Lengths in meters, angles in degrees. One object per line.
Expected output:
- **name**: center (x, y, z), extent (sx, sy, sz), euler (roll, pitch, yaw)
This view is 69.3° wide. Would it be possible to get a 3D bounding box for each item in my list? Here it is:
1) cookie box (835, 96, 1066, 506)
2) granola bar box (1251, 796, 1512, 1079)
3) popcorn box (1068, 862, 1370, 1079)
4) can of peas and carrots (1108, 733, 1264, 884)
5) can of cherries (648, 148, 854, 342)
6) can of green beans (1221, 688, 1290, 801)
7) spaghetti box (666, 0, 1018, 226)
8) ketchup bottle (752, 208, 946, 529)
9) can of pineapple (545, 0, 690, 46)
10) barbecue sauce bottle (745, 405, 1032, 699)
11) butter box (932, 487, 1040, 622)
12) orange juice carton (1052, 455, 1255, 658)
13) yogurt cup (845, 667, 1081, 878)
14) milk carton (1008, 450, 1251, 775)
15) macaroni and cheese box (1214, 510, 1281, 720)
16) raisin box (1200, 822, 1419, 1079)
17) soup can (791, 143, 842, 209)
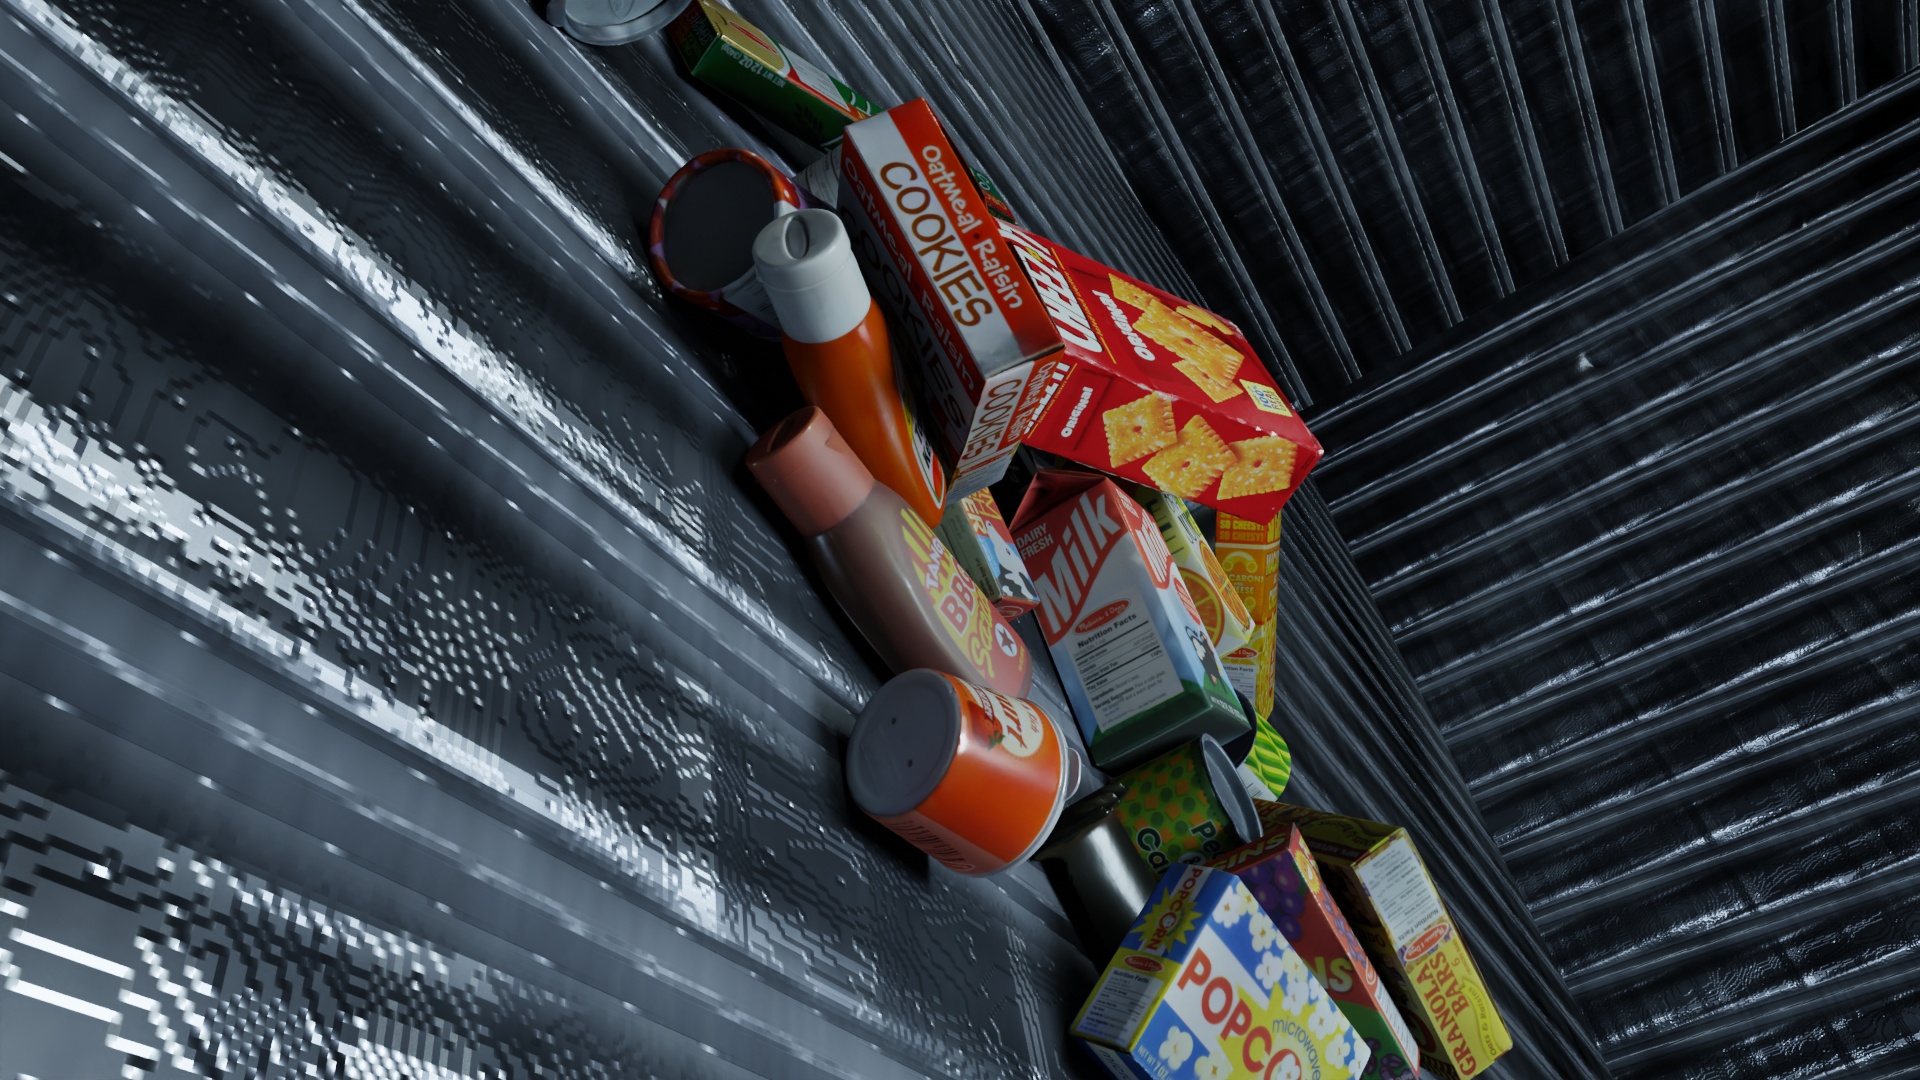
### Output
- **cookie box**: center (-0.012, -0.098, 0.621), extent (0.123, 0.040, 0.167), euler (61, -14, 11)
- **granola bar box**: center (0.202, 0.205, 0.742), extent (0.124, 0.039, 0.165), euler (63, -18, -4)
- **popcorn box**: center (0.109, 0.205, 0.569), extent (0.126, 0.038, 0.085), euler (52, 59, -24)
- **can of peas and carrots**: center (0.119, 0.145, 0.730), extent (0.070, 0.058, 0.071), euler (51, 20, -26)
- **can of cherries**: center (-0.089, -0.124, 0.582), extent (0.058, 0.071, 0.071), euler (18, 44, -64)
- **can of green beans**: center (0.165, 0.132, 0.868), extent (0.057, 0.071, 0.071), euler (45, 23, -42)
- **spaghetti box**: center (-0.059, -0.238, 0.811), extent (0.250, 0.028, 0.050), euler (19, 34, -47)
- **ketchup bottle**: center (-0.045, -0.067, 0.571), extent (0.148, 0.043, 0.065), euler (69, 5, -48)
- **can of pineapple**: center (-0.158, -0.263, 0.611), extent (0.058, 0.071, 0.071), euler (62, 17, 11)
- **barbecue sauce bottle**: center (-0.028, 0.013, 0.562), extent (0.148, 0.043, 0.065), euler (52, 23, -22)
- **butter box**: center (0.003, -0.009, 0.714), extent (0.053, 0.024, 0.104), euler (16, 47, -65)
- **orange juice carton**: center (0.120, -0.002, 0.949), extent (0.192, 0.073, 0.072), euler (60, 17, 2)
- **yogurt cup**: center (-0.003, 0.080, 0.492), extent (0.054, 0.072, 0.073), euler (34, 30, -40)
- **milk carton**: center (0.087, 0.035, 0.797), extent (0.072, 0.073, 0.191), euler (31, 33, -57)
- **macaroni and cheese box**: center (0.216, 0.054, 1.047), extent (0.124, 0.040, 0.166), euler (-9, 102, -72)
- **raisin box**: center (0.154, 0.213, 0.674), extent (0.123, 0.086, 0.040), euler (61, 19, 3)
- **soup can**: center (-0.053, -0.165, 0.713), extent (0.071, 0.083, 0.072), euler (52, 19, -26)
